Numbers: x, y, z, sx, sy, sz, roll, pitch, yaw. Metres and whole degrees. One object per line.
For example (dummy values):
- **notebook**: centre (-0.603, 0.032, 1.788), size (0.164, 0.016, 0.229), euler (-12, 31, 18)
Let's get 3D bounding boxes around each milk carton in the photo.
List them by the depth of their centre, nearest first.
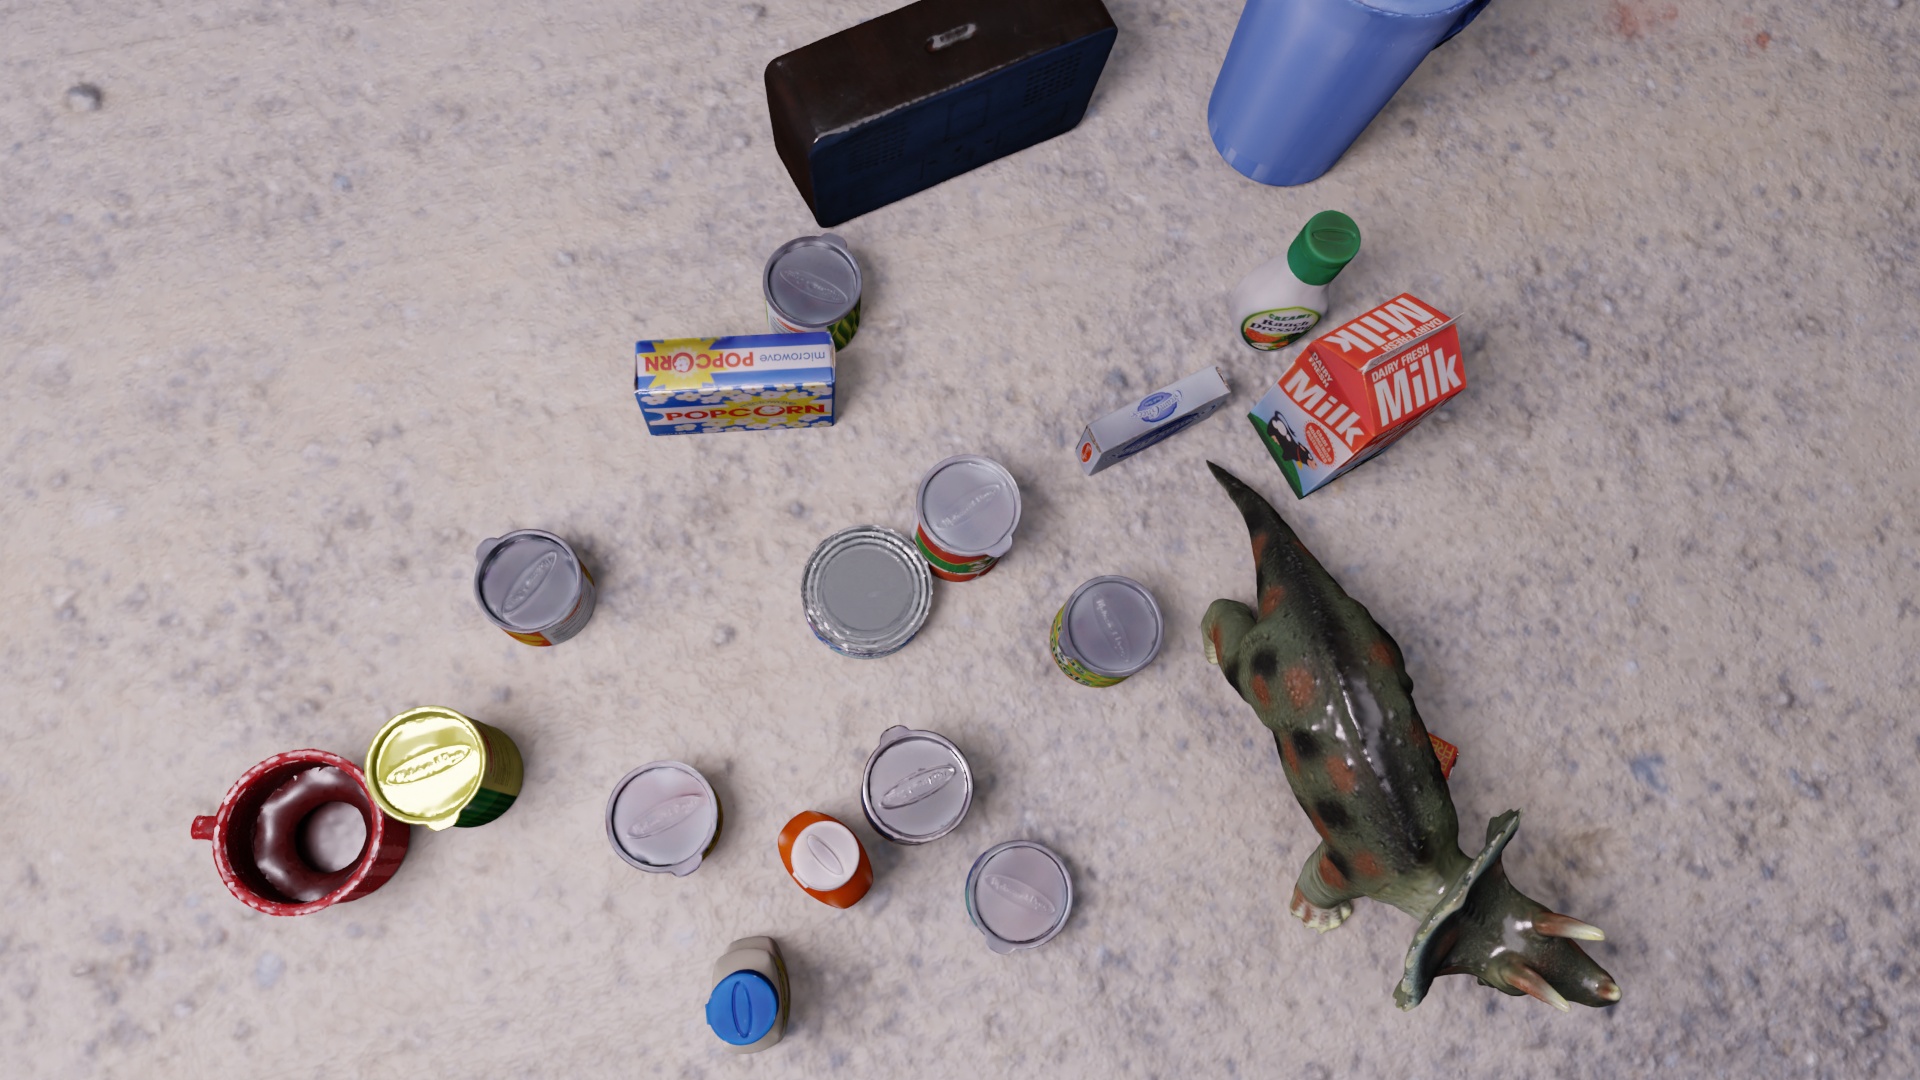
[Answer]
- **milk carton**: centre (0.257, -0.096, 0.897), size (0.072, 0.190, 0.073), euler (-28, 80, -11)

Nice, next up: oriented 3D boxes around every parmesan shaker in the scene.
- **parmesan shaker**: centre (-0.304, 0.140, 0.827), size (0.071, 0.103, 0.071), euler (1, 76, -5)

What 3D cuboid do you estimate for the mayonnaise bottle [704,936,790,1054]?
- **mayonnaise bottle**: centre (-0.120, 0.261, 0.791), size (0.041, 0.147, 0.065), euler (-8, 77, -7)

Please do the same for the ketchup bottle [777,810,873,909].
- **ketchup bottle**: centre (-0.079, 0.187, 0.813), size (0.043, 0.148, 0.065), euler (-43, 84, -13)

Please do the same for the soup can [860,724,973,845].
- **soup can**: centre (-0.030, 0.152, 0.861), size (0.071, 0.083, 0.071), euler (1, 76, -5)

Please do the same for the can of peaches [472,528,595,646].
- **can of peaches**: centre (-0.271, 0.030, 0.882), size (0.071, 0.058, 0.071), euler (1, 76, -5)

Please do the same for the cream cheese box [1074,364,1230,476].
- **cream cheese box**: centre (0.130, -0.082, 0.952), size (0.104, 0.053, 0.024), euler (-26, 80, -11)

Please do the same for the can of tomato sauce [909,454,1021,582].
- **can of tomato sauce**: centre (0.003, -0.011, 0.906), size (0.071, 0.083, 0.071), euler (1, 76, -5)

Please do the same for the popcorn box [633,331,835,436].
- **popcorn box**: centre (-0.146, -0.102, 0.914), size (0.127, 0.085, 0.038), euler (-4, 77, -6)

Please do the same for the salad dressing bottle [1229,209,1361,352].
- **salad dressing bottle**: centre (0.225, -0.173, 0.936), size (0.064, 0.147, 0.044), euler (2, 76, -5)

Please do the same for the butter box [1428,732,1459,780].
- **butter box**: centre (0.268, 0.126, 0.912), size (0.103, 0.053, 0.024), euler (26, 75, 1)

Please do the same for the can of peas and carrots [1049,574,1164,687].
- **can of peas and carrots**: centre (0.092, 0.062, 0.909), size (0.071, 0.058, 0.071), euler (1, 76, -5)

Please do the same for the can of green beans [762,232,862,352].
- **can of green beans**: centre (-0.101, -0.165, 0.949), size (0.071, 0.057, 0.071), euler (1, 76, -5)

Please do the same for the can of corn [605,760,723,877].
- **can of corn**: centre (-0.179, 0.173, 0.854), size (0.071, 0.058, 0.071), euler (1, 76, -5)

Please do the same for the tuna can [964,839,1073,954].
- **tuna can**: centre (0.035, 0.225, 0.875), size (0.071, 0.032, 0.071), euler (1, 76, -5)
